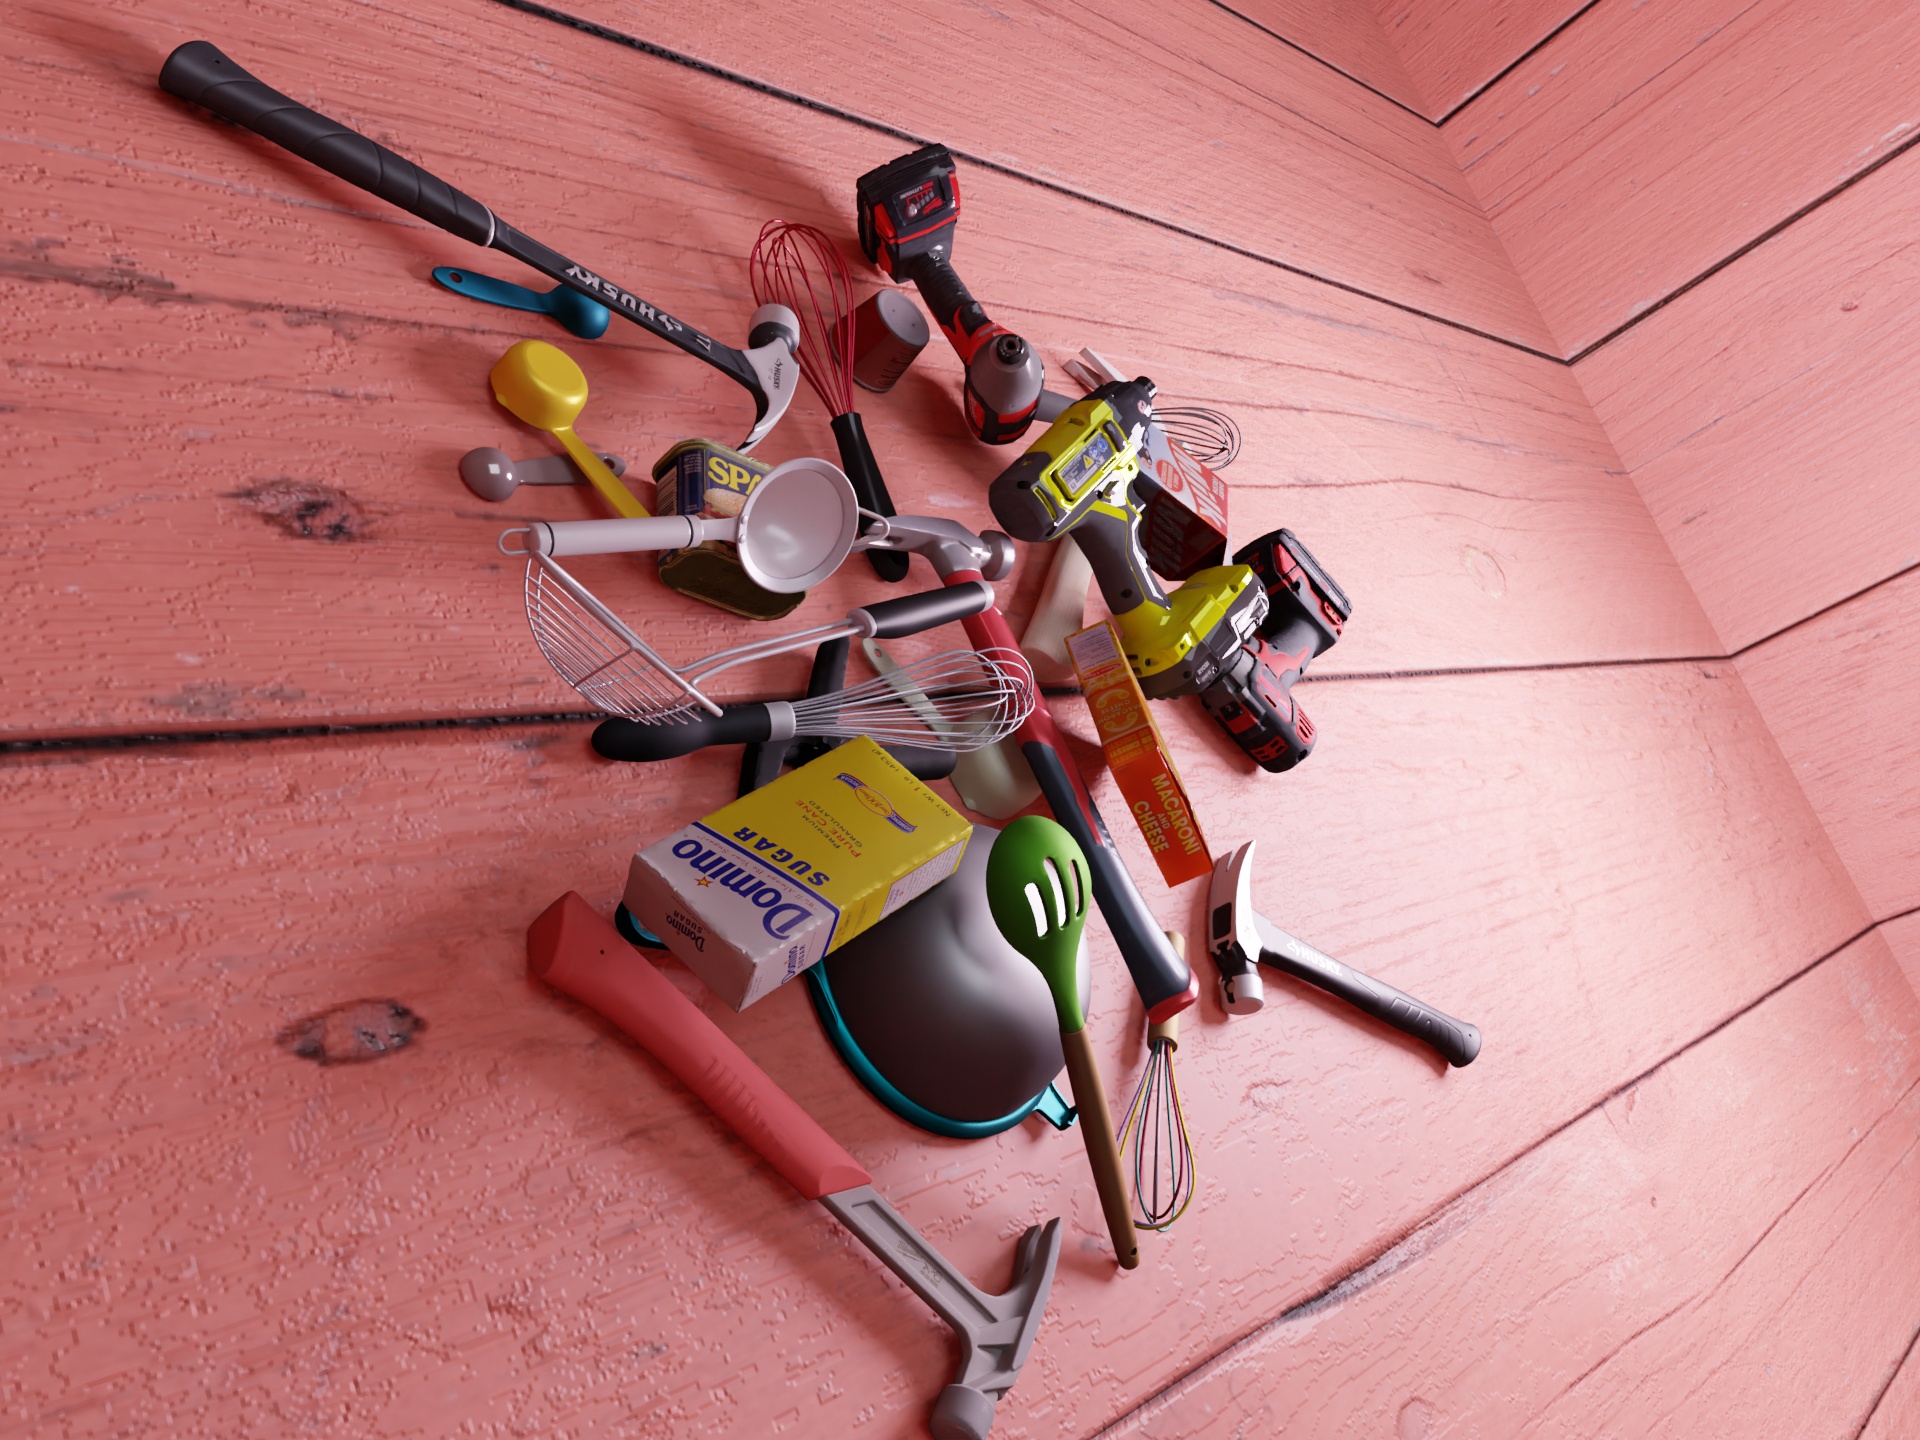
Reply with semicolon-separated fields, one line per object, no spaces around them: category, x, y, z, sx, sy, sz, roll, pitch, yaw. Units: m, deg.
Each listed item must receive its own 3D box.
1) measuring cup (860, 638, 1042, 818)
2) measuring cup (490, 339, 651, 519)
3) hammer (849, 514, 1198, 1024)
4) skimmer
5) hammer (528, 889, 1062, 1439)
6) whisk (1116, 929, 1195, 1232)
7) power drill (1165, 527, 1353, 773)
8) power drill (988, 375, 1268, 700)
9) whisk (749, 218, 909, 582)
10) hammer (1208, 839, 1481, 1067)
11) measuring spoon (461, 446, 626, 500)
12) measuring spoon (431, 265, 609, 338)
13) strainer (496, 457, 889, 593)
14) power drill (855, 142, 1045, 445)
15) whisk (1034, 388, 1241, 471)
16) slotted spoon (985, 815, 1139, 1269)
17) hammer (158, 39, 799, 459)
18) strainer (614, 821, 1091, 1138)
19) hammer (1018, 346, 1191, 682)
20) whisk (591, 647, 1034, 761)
measuring cup;-0.002;-0.004;1.103;0.167;0.038;0.083;46;38;-17
measuring cup;-0.224;-0.170;0.969;0.156;0.029;0.062;49;30;7
hammer;0.049;0.025;1.070;0.143;0.038;0.387;0;57;-47
skimmer;-0.092;-0.070;0.930;0.127;0.090;0.363;39;35;27
hammer;-0.085;0.219;0.849;0.359;0.036;0.149;47;38;-13
whisk;0.140;0.239;1.080;0.051;0.047;0.245;38;37;-20
power drill;0.258;-0.081;1.422;0.187;0.080;0.227;46;41;-13
power drill;0.138;-0.142;1.226;0.171;0.080;0.223;-46;114;-26
whisk;-0.090;-0.239;1.170;0.073;0.073;0.296;-6;74;-50
hammer;0.322;0.214;1.307;0.334;0.035;0.146;28;46;-33
measuring spoon;-0.246;-0.155;0.962;0.124;0.018;0.034;-18;78;-53
measuring spoon;-0.275;-0.275;1.014;0.128;0.021;0.042;1;63;-50
strainer;-0.153;-0.113;0.929;0.258;0.086;0.050;-10;30;-43
power drill;-0.002;-0.338;1.273;0.220;0.078;0.143;63;-7;9
whisk;0.128;-0.260;1.366;0.239;0.055;0.055;11;51;-10
slotted spoon;0.072;0.199;0.933;0.070;0.031;0.313;-28;116;-30
hammer;-0.279;-0.292;0.983;0.408;0.036;0.149;24;42;-27
strainer;-0.033;0.125;0.927;0.340;0.095;0.211;18;52;-41
hammer;0.105;-0.175;1.353;0.146;0.038;0.411;42;39;-16
whisk;-0.080;-0.002;0.951;0.284;0.070;0.070;-7;68;-27
